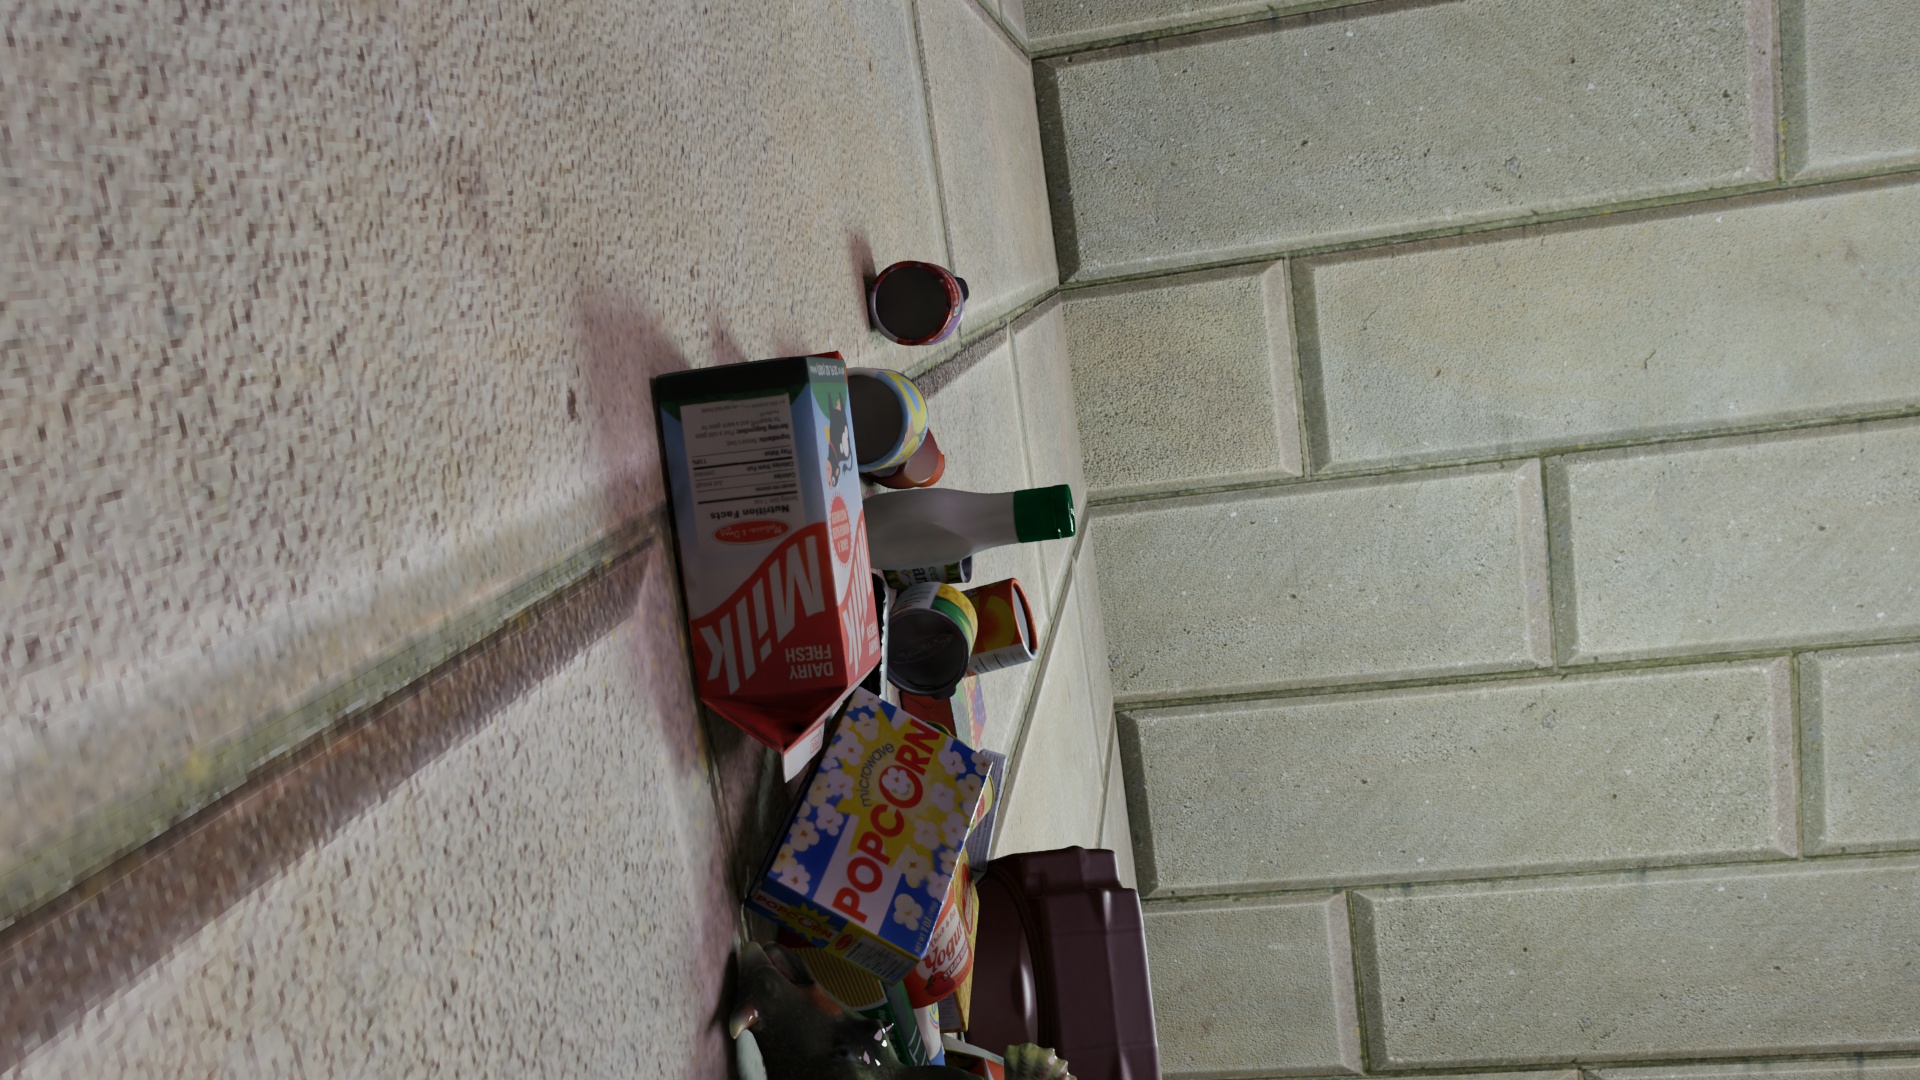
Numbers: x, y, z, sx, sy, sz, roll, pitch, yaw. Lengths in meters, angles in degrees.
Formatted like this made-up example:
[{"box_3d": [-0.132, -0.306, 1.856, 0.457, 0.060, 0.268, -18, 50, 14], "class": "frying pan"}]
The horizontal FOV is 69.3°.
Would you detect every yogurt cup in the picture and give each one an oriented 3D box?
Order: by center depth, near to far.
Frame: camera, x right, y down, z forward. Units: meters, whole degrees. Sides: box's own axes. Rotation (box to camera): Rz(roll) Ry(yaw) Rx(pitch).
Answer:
[{"box_3d": [-0.028, 0.223, 0.778, 0.073, 0.072, 0.053, -74, 142, -65], "class": "yogurt cup"}]

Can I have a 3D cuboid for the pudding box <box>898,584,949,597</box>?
[{"box_3d": [-0.028, 0.053, 1.069, 0.084, 0.030, 0.049, -83, 164, -53], "class": "pudding box"}]

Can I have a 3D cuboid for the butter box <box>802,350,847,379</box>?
[{"box_3d": [-0.086, -0.049, 0.747, 0.024, 0.053, 0.103, 54, 31, -74], "class": "butter box"}]

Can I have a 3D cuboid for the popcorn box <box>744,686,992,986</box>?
[{"box_3d": [-0.043, 0.145, 0.696, 0.038, 0.085, 0.127, -55, -173, 44], "class": "popcorn box"}]

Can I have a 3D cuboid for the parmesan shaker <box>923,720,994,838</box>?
[{"box_3d": [-0.035, 0.157, 0.764, 0.103, 0.071, 0.071, -44, 132, -46], "class": "parmesan shaker"}]

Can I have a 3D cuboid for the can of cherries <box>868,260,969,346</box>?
[{"box_3d": [-0.032, -0.186, 1.082, 0.058, 0.071, 0.071, -40, 123, -77], "class": "can of cherries"}]

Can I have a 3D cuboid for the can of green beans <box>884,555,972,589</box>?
[{"box_3d": [-0.025, 0.002, 1.037, 0.071, 0.058, 0.071, -8, 92, -80], "class": "can of green beans"}]

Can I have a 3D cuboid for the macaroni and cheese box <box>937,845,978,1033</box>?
[{"box_3d": [-0.023, 0.232, 0.953, 0.124, 0.040, 0.165, -82, 163, -60], "class": "macaroni and cheese box"}]

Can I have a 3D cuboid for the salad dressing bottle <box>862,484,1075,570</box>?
[{"box_3d": [0.003, -0.012, 0.949, 0.064, 0.148, 0.044, 72, 15, -52], "class": "salad dressing bottle"}]

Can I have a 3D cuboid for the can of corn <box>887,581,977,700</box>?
[{"box_3d": [-0.022, 0.071, 0.985, 0.058, 0.071, 0.071, -68, 150, -71], "class": "can of corn"}]

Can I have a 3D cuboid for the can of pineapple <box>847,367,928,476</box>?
[{"box_3d": [-0.057, -0.075, 0.881, 0.058, 0.071, 0.071, -28, 111, -78], "class": "can of pineapple"}]

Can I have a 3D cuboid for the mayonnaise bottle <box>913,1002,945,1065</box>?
[{"box_3d": [-0.035, 0.281, 0.853, 0.065, 0.041, 0.147, -90, 171, -78], "class": "mayonnaise bottle"}]

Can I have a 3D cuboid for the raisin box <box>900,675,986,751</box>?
[{"box_3d": [-0.012, 0.131, 1.087, 0.124, 0.040, 0.086, -64, 146, -69], "class": "raisin box"}]

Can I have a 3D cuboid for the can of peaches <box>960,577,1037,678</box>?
[{"box_3d": [0.022, 0.064, 1.057, 0.071, 0.058, 0.071, -16, 91, -76], "class": "can of peaches"}]

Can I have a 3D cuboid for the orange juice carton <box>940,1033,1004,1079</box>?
[{"box_3d": [0.027, 0.399, 0.868, 0.072, 0.073, 0.193, 32, 23, -27], "class": "orange juice carton"}]

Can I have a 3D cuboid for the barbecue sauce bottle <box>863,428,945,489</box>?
[{"box_3d": [-0.042, -0.067, 1.030, 0.148, 0.043, 0.065, 30, 55, -78], "class": "barbecue sauce bottle"}]

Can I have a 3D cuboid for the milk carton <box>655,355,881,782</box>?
[{"box_3d": [-0.085, 0.013, 0.653, 0.072, 0.073, 0.190, -29, 112, -80], "class": "milk carton"}]

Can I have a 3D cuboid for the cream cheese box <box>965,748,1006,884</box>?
[{"box_3d": [0.009, 0.219, 1.084, 0.053, 0.024, 0.104, 120, -14, -52], "class": "cream cheese box"}]

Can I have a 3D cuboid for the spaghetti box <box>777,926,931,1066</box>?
[{"box_3d": [-0.044, 0.291, 0.772, 0.029, 0.050, 0.248, -80, 161, -52], "class": "spaghetti box"}]
